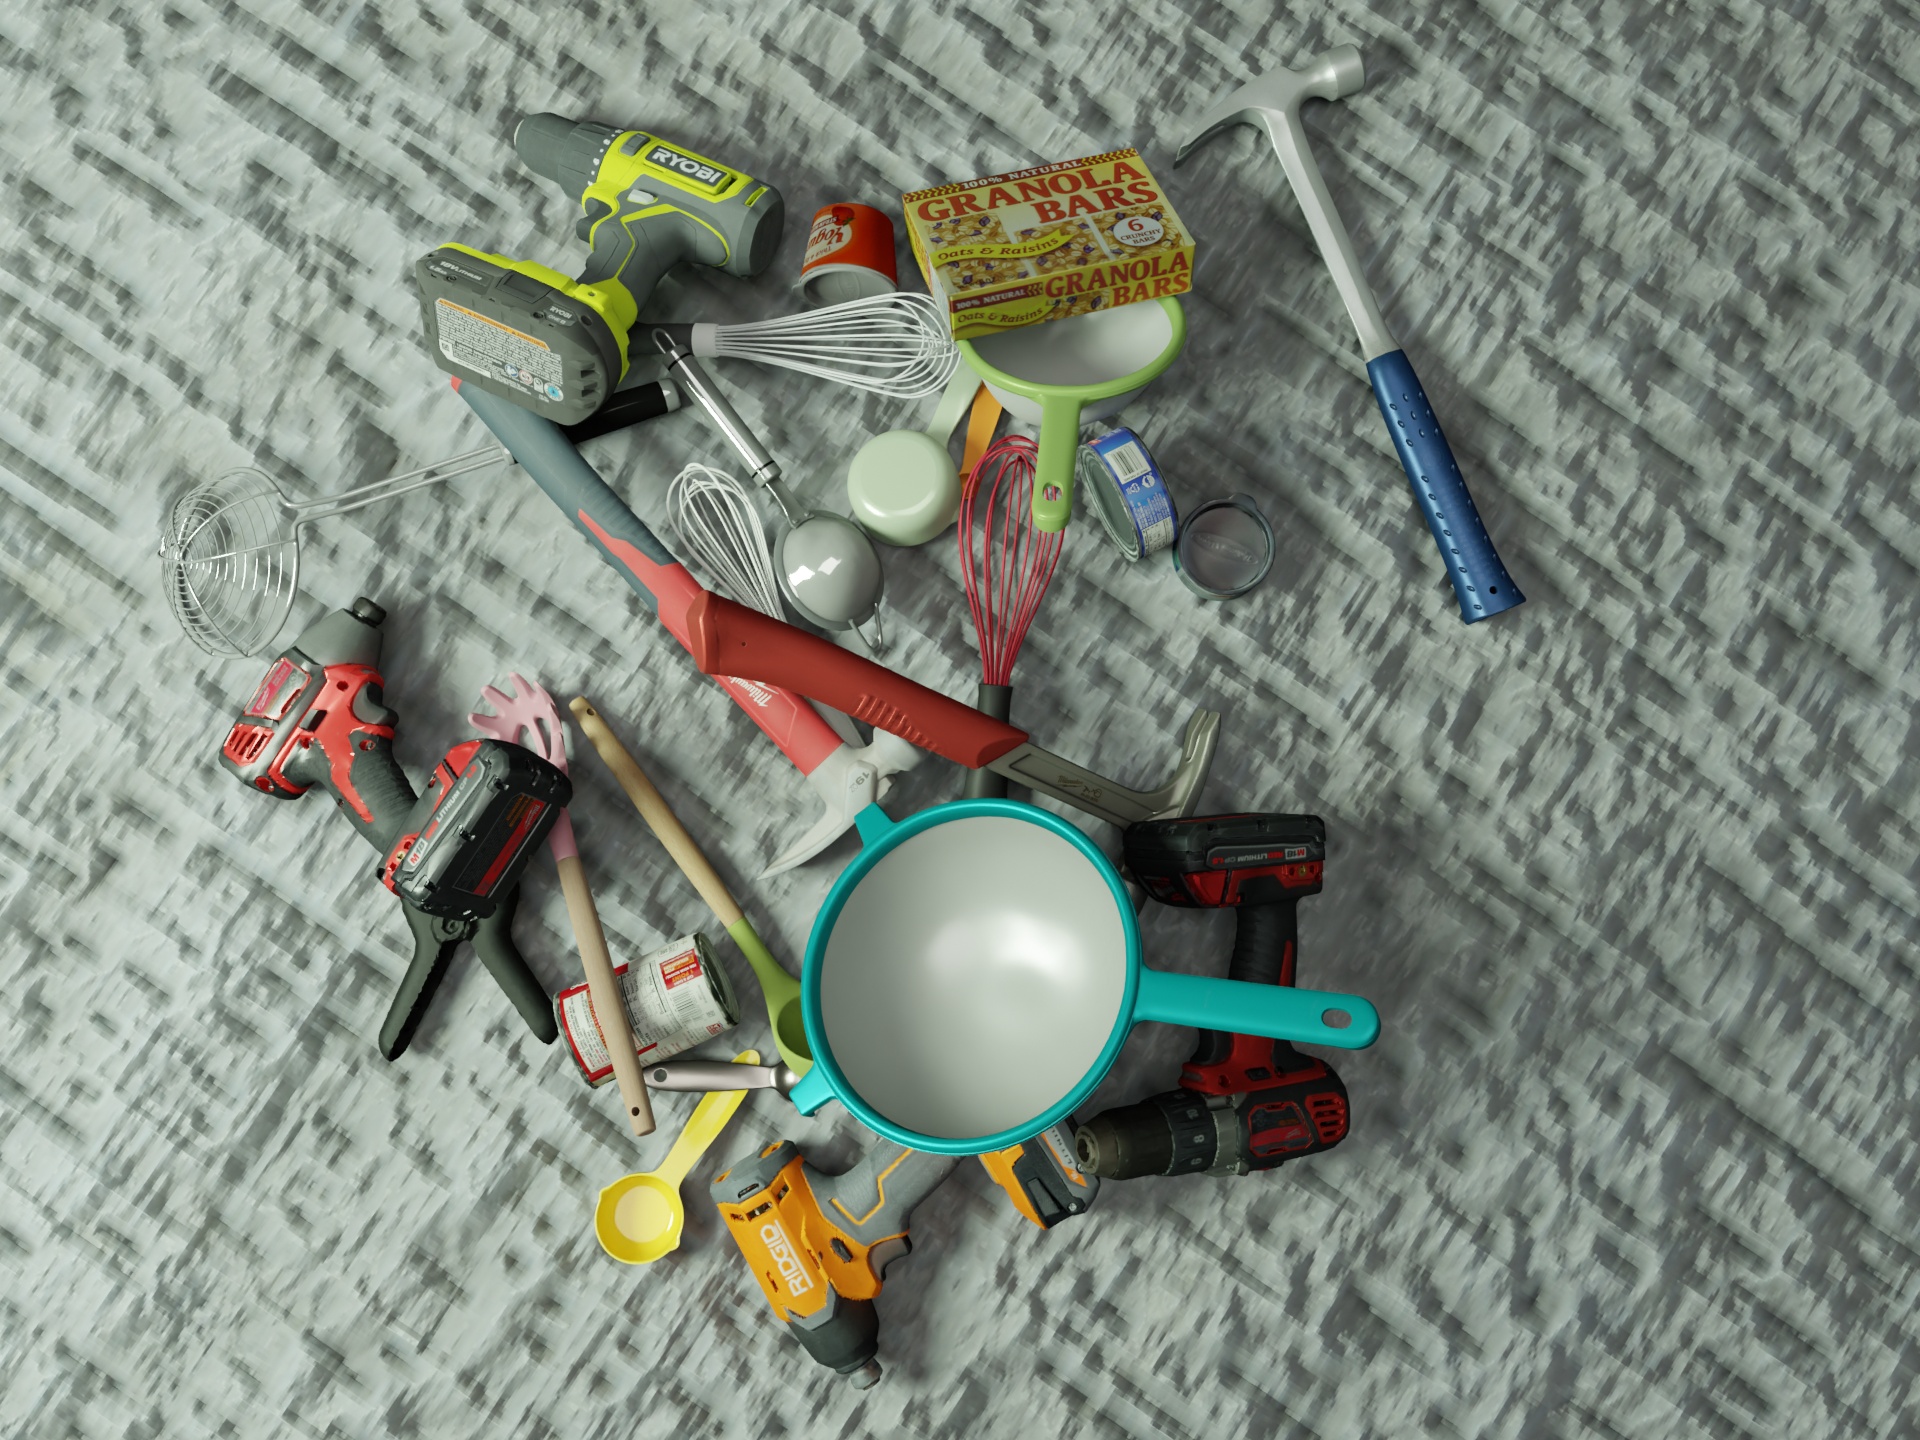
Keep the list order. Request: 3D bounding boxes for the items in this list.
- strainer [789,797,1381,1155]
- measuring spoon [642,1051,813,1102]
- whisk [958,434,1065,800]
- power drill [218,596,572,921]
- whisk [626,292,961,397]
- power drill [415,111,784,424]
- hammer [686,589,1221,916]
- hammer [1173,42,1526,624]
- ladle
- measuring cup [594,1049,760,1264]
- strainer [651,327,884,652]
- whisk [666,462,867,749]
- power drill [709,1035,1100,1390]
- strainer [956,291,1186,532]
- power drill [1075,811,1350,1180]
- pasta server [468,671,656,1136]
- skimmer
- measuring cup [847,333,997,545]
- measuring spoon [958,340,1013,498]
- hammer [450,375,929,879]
[{"bbox_3d":[0.076,0.164,0.935,0.340,0.095,0.211,4,69,22],"label":"strainer"},{"bbox_3d":[-0.149,0.234,1.045,0.124,0.018,0.034,2,75,-9],"label":"measuring spoon"},{"bbox_3d":[0.025,-0.043,1.061,0.073,0.073,0.296,5,91,0],"label":"whisk"},{"bbox_3d":[-0.364,0.020,1.020,0.220,0.078,0.143,31,86,23],"label":"power drill"},{"bbox_3d":[-0.140,-0.255,1.075,0.284,0.070,0.070,3,85,7],"label":"whisk"},{"bbox_3d":[-0.247,-0.307,1.030,0.190,0.080,0.229,24,53,7],"label":"power drill"},{"bbox_3d":[-0.002,-0.003,0.996,0.358,0.037,0.149,25,86,-23],"label":"hammer"},{"bbox_3d":[0.280,-0.257,1.089,0.144,0.035,0.405,-22,86,-2],"label":"hammer"},{"bbox_3d":[-0.158,0.107,1.048,0.320,0.078,0.062,53,132,7],"label":"ladle"},{"bbox_3d":[-0.181,0.285,1.052,0.062,0.029,0.156,35,74,0],"label":"measuring cup"},{"bbox_3d":[-0.123,-0.157,1.054,0.258,0.050,0.087,52,50,-2],"label":"strainer"},{"bbox_3d":[-0.123,-0.064,1.067,0.058,0.059,0.246,-30,90,-30],"label":"whisk"},{"bbox_3d":[-0.026,0.314,1.020,0.226,0.084,0.164,-29,87,2],"label":"power drill"},{"bbox_3d":[0.068,-0.199,1.026,0.151,0.069,0.257,3,52,6],"label":"strainer"},{"bbox_3d":[0.154,0.176,1.003,0.187,0.080,0.227,-3,89,-25],"label":"power drill"},{"bbox_3d":[-0.247,0.112,1.013,0.060,0.040,0.316,-26,67,8],"label":"pasta server"},{"bbox_3d":[-0.363,-0.151,1.080,0.363,0.090,0.127,-22,75,-12],"label":"skimmer"},{"bbox_3d":[-0.018,-0.199,1.075,0.083,0.038,0.167,26,84,13],"label":"measuring cup"},{"bbox_3d":[0.017,-0.207,1.097,0.021,0.011,0.117,14,82,11],"label":"measuring spoon"},{"bbox_3d":[-0.200,-0.075,1.037,0.143,0.038,0.386,-42,91,15],"label":"hammer"}]
